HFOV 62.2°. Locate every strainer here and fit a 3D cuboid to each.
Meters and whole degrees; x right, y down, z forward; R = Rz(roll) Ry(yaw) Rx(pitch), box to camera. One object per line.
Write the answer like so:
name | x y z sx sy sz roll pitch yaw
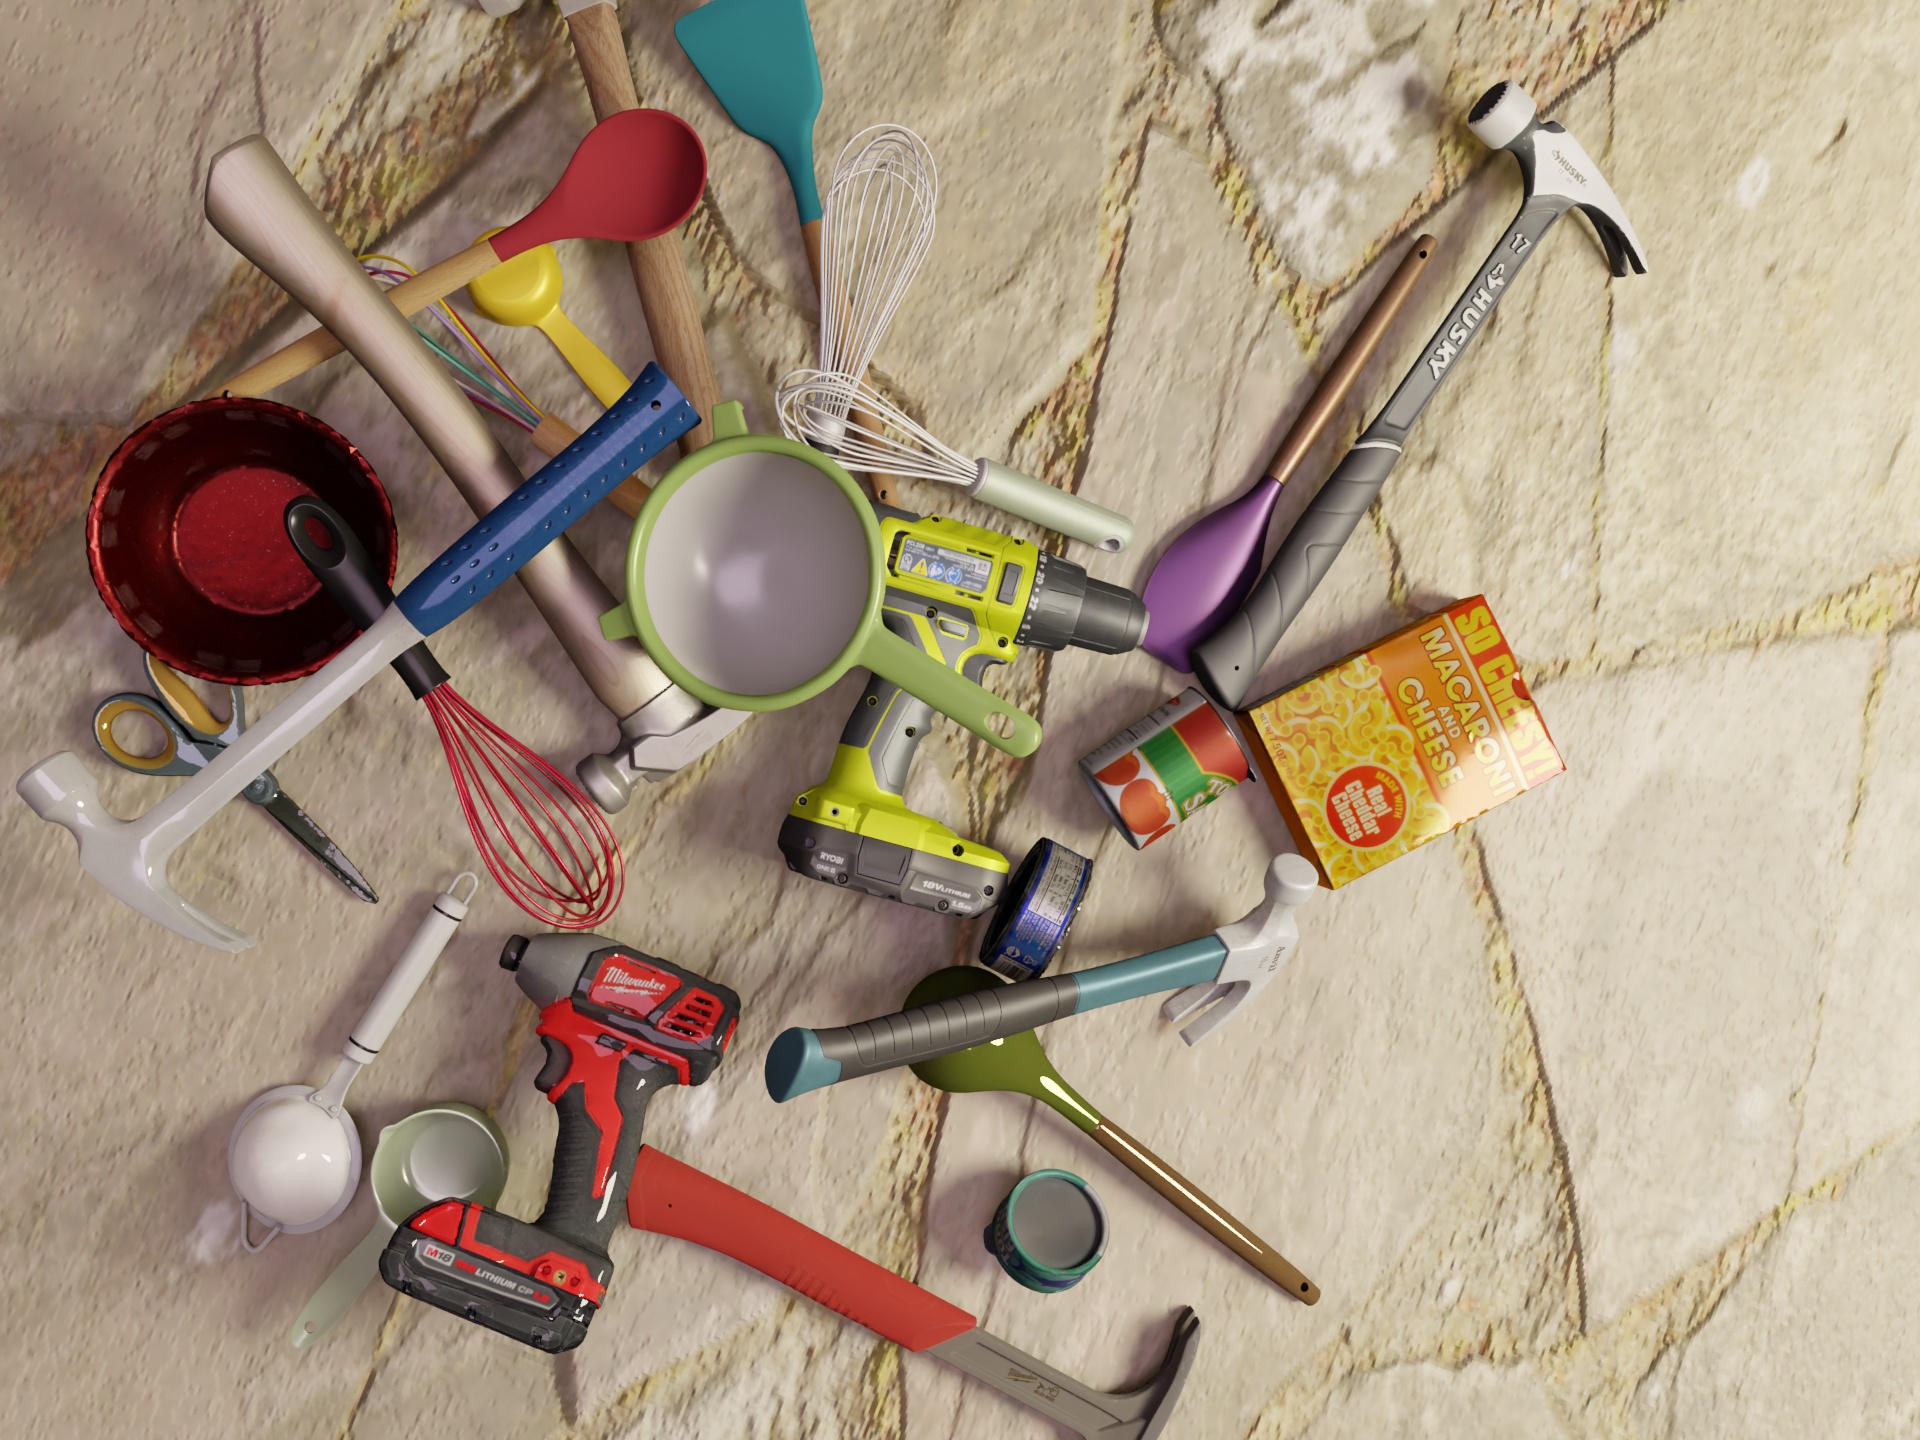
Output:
strainer | -0.359 0.200 0.934 0.087 0.050 0.258 30 84 11
strainer | -0.062 -0.054 0.880 0.256 0.069 0.151 31 98 10

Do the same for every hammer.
hammer | -0.187 -0.306 0.944 0.130 0.031 0.331 -14 95 17
hammer | 0.271 -0.181 0.981 0.149 0.036 0.409 35 89 -17
hammer | -0.303 -0.043 0.863 0.405 0.035 0.144 -41 95 -4
hammer | -0.263 -0.146 0.899 0.146 0.038 0.410 -36 107 -5
hammer | -0.037 0.345 0.959 0.359 0.037 0.149 30 87 -4
hammer | 0.049 0.156 0.895 0.331 0.033 0.128 -9 133 -26

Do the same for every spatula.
spatula | 0.207 -0.172 0.993 0.059 0.018 0.316 34 88 -7
spatula | -0.087 -0.275 0.958 0.082 0.044 0.317 -15 92 15

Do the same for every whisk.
whisk | -0.290 -0.002 0.910 0.073 0.073 0.295 -34 101 -4
whisk | -0.070 -0.202 0.931 0.070 0.070 0.284 14 105 -4
whisk | 0.002 -0.146 0.929 0.246 0.058 0.059 18 59 -28
whisk | -0.265 -0.191 0.944 0.245 0.051 0.047 37 81 -6

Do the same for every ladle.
ladle | 0.095 0.261 0.973 0.320 0.062 0.078 40 67 -10
ladle | -0.286 -0.252 0.900 0.315 0.031 0.069 -29 103 -3

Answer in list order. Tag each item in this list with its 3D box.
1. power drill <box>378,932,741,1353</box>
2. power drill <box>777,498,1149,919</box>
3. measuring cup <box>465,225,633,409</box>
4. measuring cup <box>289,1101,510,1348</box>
power drill | -0.229 0.227 0.897 0.143 0.078 0.220 23 63 -2
power drill | -0.002 -0.003 0.947 0.190 0.080 0.228 16 86 -5
measuring cup | -0.236 -0.230 0.951 0.062 0.029 0.156 -42 91 -4
measuring cup | -0.333 0.297 0.936 0.083 0.038 0.167 40 88 -3
